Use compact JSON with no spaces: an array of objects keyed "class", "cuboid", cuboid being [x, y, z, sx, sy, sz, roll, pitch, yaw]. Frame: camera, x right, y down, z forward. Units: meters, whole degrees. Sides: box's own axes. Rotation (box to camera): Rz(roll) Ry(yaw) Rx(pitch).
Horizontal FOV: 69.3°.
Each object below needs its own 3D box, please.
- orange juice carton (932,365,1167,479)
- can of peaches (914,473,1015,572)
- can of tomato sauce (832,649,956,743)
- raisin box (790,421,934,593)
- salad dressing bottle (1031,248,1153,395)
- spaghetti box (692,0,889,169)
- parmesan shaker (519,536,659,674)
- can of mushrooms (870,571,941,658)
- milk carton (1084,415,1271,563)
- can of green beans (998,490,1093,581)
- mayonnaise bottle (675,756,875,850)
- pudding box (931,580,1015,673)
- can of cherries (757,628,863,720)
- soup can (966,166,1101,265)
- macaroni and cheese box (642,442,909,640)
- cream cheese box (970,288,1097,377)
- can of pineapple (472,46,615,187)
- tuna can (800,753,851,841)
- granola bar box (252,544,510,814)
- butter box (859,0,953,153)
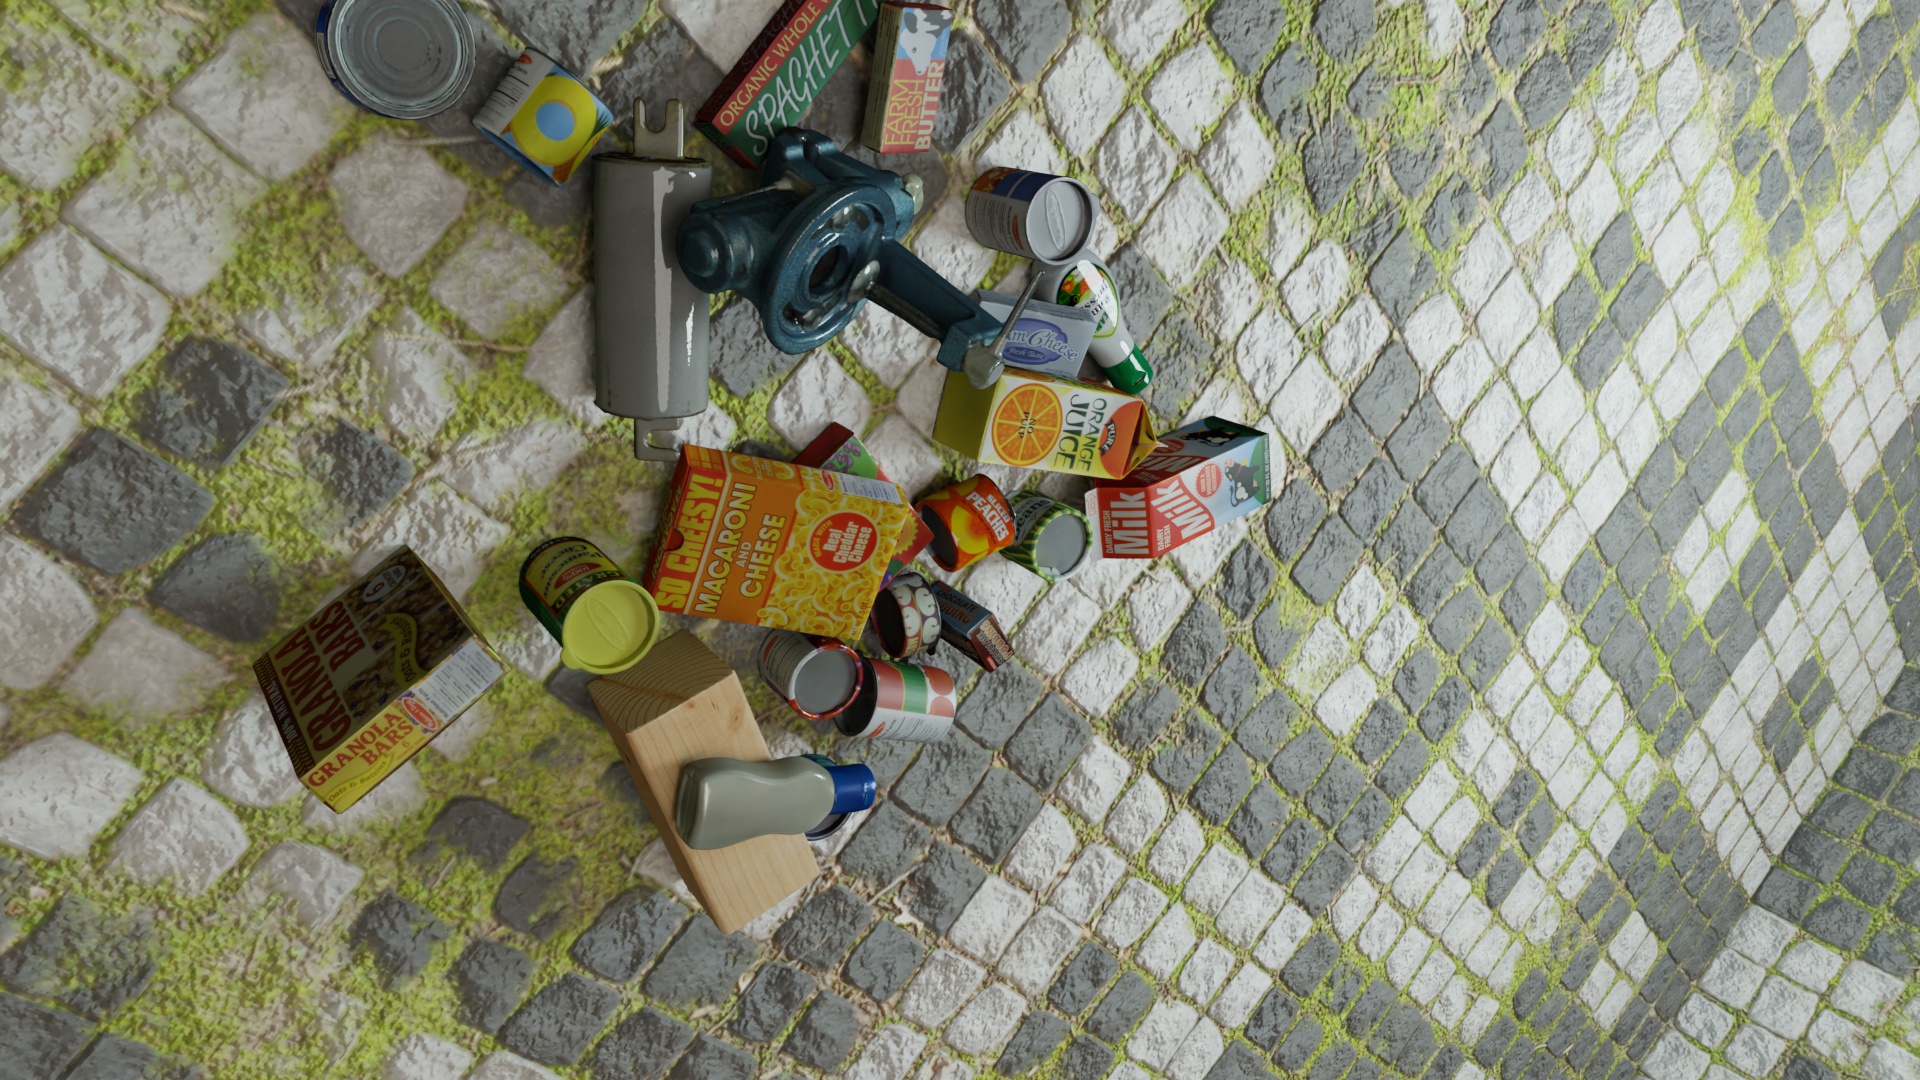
[{"class":"orange juice carton","cuboid":[0.081,-0.099,1.155,0.193,0.072,0.073,5,105,-35]},{"class":"can of peaches","cuboid":[0.004,-0.014,1.135,0.058,0.071,0.071,-25,120,-23]},{"class":"can of tomato sauce","cuboid":[-0.055,0.131,1.154,0.083,0.071,0.071,12,100,-37]},{"class":"raisin box","cuboid":[-0.088,-0.019,1.090,0.086,0.040,0.123,-46,125,-12]},{"class":"salad dressing bottle","cuboid":[0.114,-0.183,1.163,0.064,0.044,0.147,-43,127,-3]},{"class":"spaghetti box","cuboid":[-0.089,-0.368,0.963,0.050,0.029,0.250,41,83,-38]},{"class":"parmesan shaker","cuboid":[-0.260,0.044,0.955,0.071,0.103,0.071,-13,114,-31]},{"class":"can of mushrooms","cuboid":[-0.045,0.063,1.132,0.033,0.071,0.070,-13,115,-29]},{"class":"milk carton","cuboid":[0.186,-0.044,1.242,0.191,0.073,0.072,-24,120,-29]},{"class":"can of green beans","cuboid":[0.071,-0.004,1.193,0.071,0.058,0.071,-13,114,-30]},{"class":"mayonnaise bottle","cuboid":[-0.133,0.188,1.022,0.148,0.041,0.064,1,107,-37]},{"class":"pudding box","cuboid":[0.004,0.071,1.159,0.030,0.084,0.049,-40,126,-15]},{"class":"can of cherries","cuboid":[-0.117,0.102,1.104,0.072,0.058,0.071,-13,114,-30]},{"class":"soup can","cuboid":[0.056,-0.252,1.072,0.071,0.084,0.071,-13,115,-30]},{"class":"macaroni and cheese box","cuboid":[-0.136,0.004,1.024,0.167,0.040,0.123,10,117,-23]},{"class":"cream cheese box","cuboid":[0.052,-0.166,1.114,0.104,0.024,0.053,7,125,-20]},{"class":"can of pineapple","cuboid":[-0.258,-0.261,0.865,0.071,0.071,0.058,38,85,-38]},{"class":"tuna can","cuboid":[-0.124,0.212,1.157,0.071,0.033,0.070,-13,114,-30]},{"class":"granola bar box","cuboid":[-0.362,0.080,0.860,0.124,0.166,0.039,-42,127,-14]},{"class":"butter box","cuboid":[-0.039,-0.331,0.997,0.053,0.024,0.103,-18,130,-44]}]
